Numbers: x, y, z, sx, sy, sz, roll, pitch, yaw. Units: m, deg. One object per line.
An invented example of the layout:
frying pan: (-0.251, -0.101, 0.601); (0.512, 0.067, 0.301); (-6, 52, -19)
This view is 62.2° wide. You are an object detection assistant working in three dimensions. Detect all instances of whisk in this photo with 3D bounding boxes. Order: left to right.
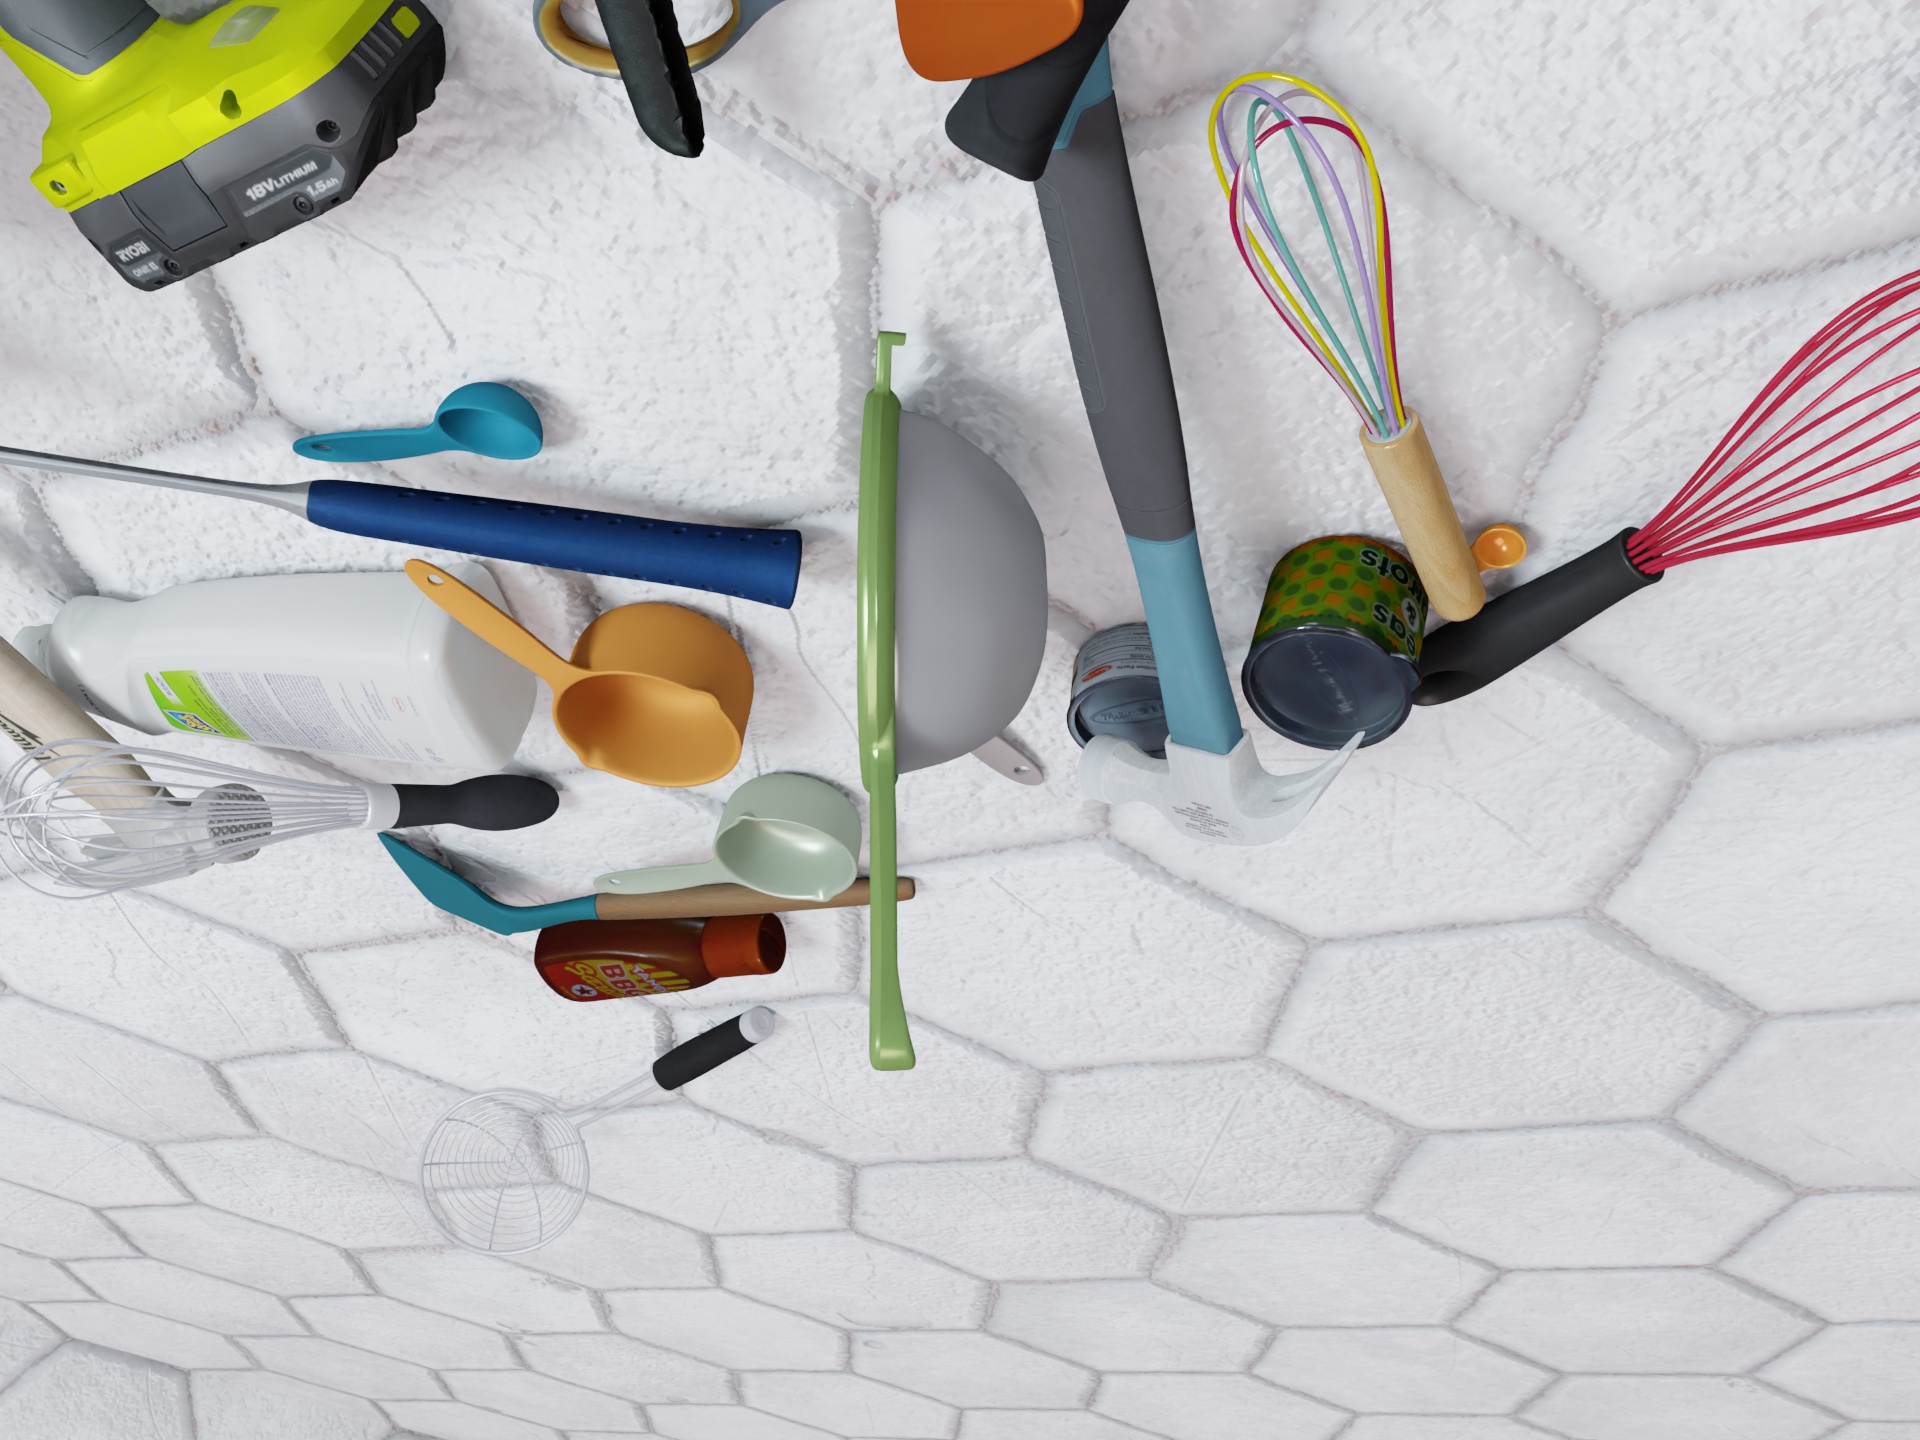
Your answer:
whisk: (-0.308, 0.042, 0.753); (0.070, 0.070, 0.284); (-22, 166, 35)
whisk: (0.144, -0.116, 0.546); (0.047, 0.051, 0.244); (-18, 135, 22)
whisk: (0.263, -0.070, 0.578); (0.073, 0.073, 0.295); (24, 147, -19)

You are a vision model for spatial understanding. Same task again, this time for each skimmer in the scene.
skimmer: (-0.260, 0.286, 1.122); (0.363, 0.090, 0.127); (-33, 94, 39)

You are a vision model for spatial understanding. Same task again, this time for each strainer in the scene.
strainer: (-0.001, -0.002, 0.562); (0.069, 0.257, 0.151); (-1, 149, -2)

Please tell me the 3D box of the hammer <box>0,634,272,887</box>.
hammer: (-0.490, -0.072, 0.696); (0.146, 0.038, 0.410); (-12, 128, 30)

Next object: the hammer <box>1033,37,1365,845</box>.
hammer: (0.067, -0.081, 0.567); (0.128, 0.033, 0.330); (16, 139, 38)

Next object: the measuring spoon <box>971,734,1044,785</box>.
measuring spoon: (0.003, -0.002, 0.759); (0.034, 0.018, 0.124); (-18, 142, 31)

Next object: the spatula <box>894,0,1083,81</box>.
spatula: (-0.063, -0.291, 0.334); (0.322, 0.041, 0.081); (52, 162, -29)

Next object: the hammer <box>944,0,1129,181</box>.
hammer: (0.073, -0.244, 0.331); (0.035, 0.146, 0.334); (21, 146, -14)

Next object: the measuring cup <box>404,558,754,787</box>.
measuring cup: (-0.168, -0.036, 0.716); (0.095, 0.052, 0.173); (-25, 129, 37)

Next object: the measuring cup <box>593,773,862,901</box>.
measuring cup: (-0.128, 0.066, 0.854); (0.167, 0.038, 0.083); (-11, 138, 28)

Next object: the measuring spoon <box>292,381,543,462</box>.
measuring spoon: (-0.224, -0.122, 0.650); (0.129, 0.021, 0.042); (0, 160, 26)

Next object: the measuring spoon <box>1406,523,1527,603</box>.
measuring spoon: (0.179, -0.054, 0.654); (0.021, 0.011, 0.117); (43, 136, -21)

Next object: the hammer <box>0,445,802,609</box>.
hammer: (-0.266, -0.090, 0.628); (0.405, 0.035, 0.144); (7, -174, -13)

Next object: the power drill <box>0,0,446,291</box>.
power drill: (-0.260, -0.246, 0.446); (0.171, 0.080, 0.223); (-12, 135, 27)

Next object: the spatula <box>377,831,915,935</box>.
spatula: (-0.181, 0.095, 0.916); (0.317, 0.044, 0.082); (-4, 141, 9)
